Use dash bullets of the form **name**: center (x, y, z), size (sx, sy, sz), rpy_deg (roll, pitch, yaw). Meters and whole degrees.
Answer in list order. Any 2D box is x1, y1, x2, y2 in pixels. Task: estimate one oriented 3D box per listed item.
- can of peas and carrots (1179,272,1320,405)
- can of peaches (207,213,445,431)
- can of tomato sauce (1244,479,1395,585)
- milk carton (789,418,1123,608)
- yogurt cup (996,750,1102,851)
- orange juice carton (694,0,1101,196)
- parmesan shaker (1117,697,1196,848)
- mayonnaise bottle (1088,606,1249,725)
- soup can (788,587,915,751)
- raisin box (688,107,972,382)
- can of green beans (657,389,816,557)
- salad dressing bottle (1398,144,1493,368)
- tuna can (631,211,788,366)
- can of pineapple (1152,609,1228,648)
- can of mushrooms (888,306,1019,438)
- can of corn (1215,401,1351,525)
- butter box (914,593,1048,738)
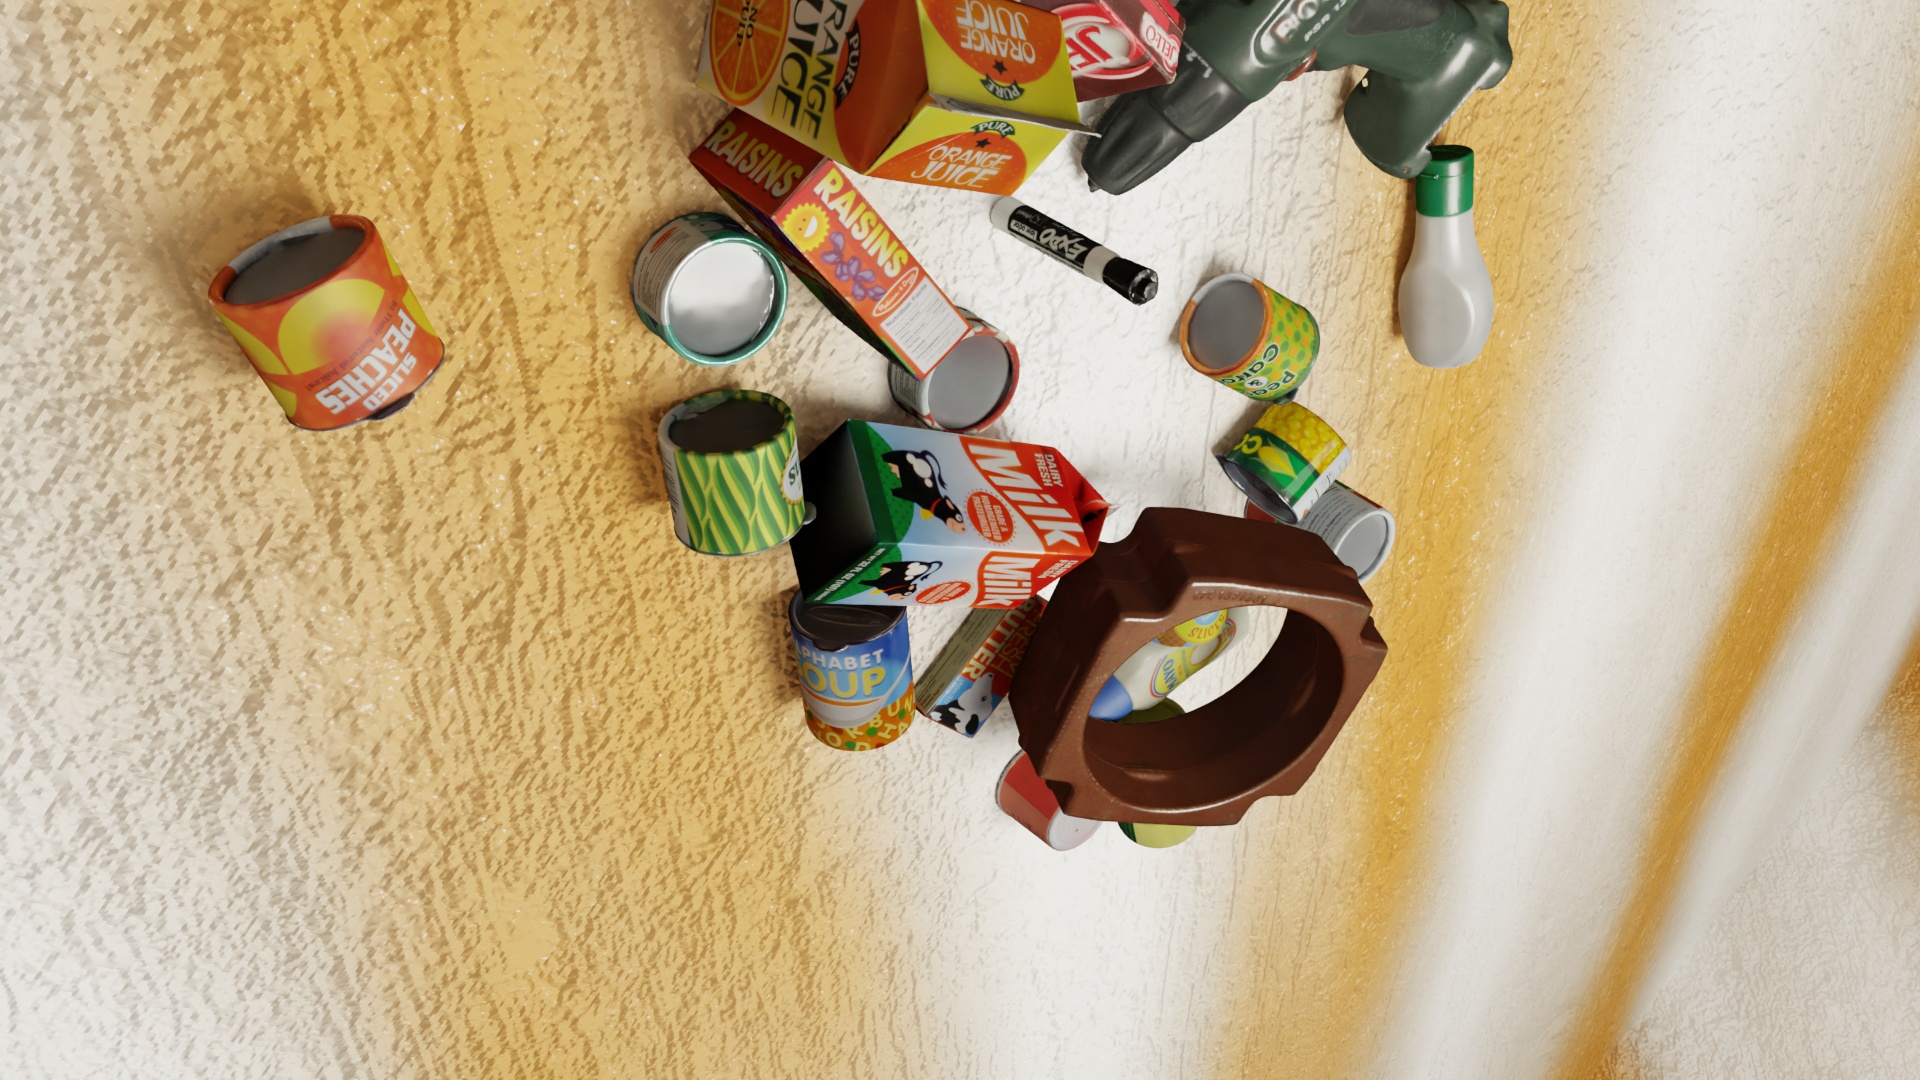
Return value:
- **can of peas and carrots**: center (0.178, -0.122, 0.854), size (0.059, 0.071, 0.070), rpy_deg (17, 107, -44)
- **can of peaches**: center (-0.242, -0.084, 0.536), size (0.071, 0.071, 0.057), rpy_deg (-33, 133, -18)
- **can of tomato sauce**: center (0.255, -0.011, 0.982), size (0.071, 0.083, 0.070), rpy_deg (-20, 129, -27)
- **milk carton**: center (0.003, -0.010, 0.767), size (0.191, 0.073, 0.072), rpy_deg (5, 150, -41)
- **yogurt cup**: center (0.068, 0.181, 0.980), size (0.072, 0.054, 0.072), rpy_deg (-20, 128, -27)
- **orange juice carton**: center (-0.028, -0.189, 0.551), size (0.072, 0.193, 0.072), rpy_deg (-2, 118, -37)
- **parmesan shaker**: center (0.138, 0.171, 1.025), size (0.071, 0.071, 0.102), rpy_deg (-32, 134, -18)
- **mayonnaise bottle**: center (0.138, 0.084, 0.982), size (0.148, 0.041, 0.064), rpy_deg (-36, 136, -16)
- **soup can**: center (-0.061, 0.070, 0.788), size (0.071, 0.071, 0.083), rpy_deg (-24, 131, -25)
- **raisin box**: center (-0.058, -0.137, 0.640), size (0.040, 0.086, 0.123), rpy_deg (-47, 137, -1)
- **can of green beans**: center (-0.111, -0.034, 0.680), size (0.071, 0.071, 0.057), rpy_deg (-22, 129, -27)
- **salad dressing bottle**: center (0.328, -0.191, 0.941), size (0.044, 0.064, 0.147), rpy_deg (-32, 127, -29)
- **tuna can**: center (-0.114, -0.115, 0.647), size (0.071, 0.033, 0.070), rpy_deg (-20, 129, -27)
- **can of pineapple**: center (0.148, 0.031, 0.933), size (0.071, 0.071, 0.057), rpy_deg (-27, 132, -23)
- **can of mushrooms**: center (-0.001, -0.091, 0.756), size (0.071, 0.033, 0.070), rpy_deg (-20, 128, -28)
- **can of corn**: center (0.218, -0.055, 0.938), size (0.058, 0.071, 0.071), rpy_deg (-48, 137, -4)
- **butter box**: center (0.017, 0.075, 0.889), size (0.103, 0.024, 0.053), rpy_deg (-53, 137, 2)
